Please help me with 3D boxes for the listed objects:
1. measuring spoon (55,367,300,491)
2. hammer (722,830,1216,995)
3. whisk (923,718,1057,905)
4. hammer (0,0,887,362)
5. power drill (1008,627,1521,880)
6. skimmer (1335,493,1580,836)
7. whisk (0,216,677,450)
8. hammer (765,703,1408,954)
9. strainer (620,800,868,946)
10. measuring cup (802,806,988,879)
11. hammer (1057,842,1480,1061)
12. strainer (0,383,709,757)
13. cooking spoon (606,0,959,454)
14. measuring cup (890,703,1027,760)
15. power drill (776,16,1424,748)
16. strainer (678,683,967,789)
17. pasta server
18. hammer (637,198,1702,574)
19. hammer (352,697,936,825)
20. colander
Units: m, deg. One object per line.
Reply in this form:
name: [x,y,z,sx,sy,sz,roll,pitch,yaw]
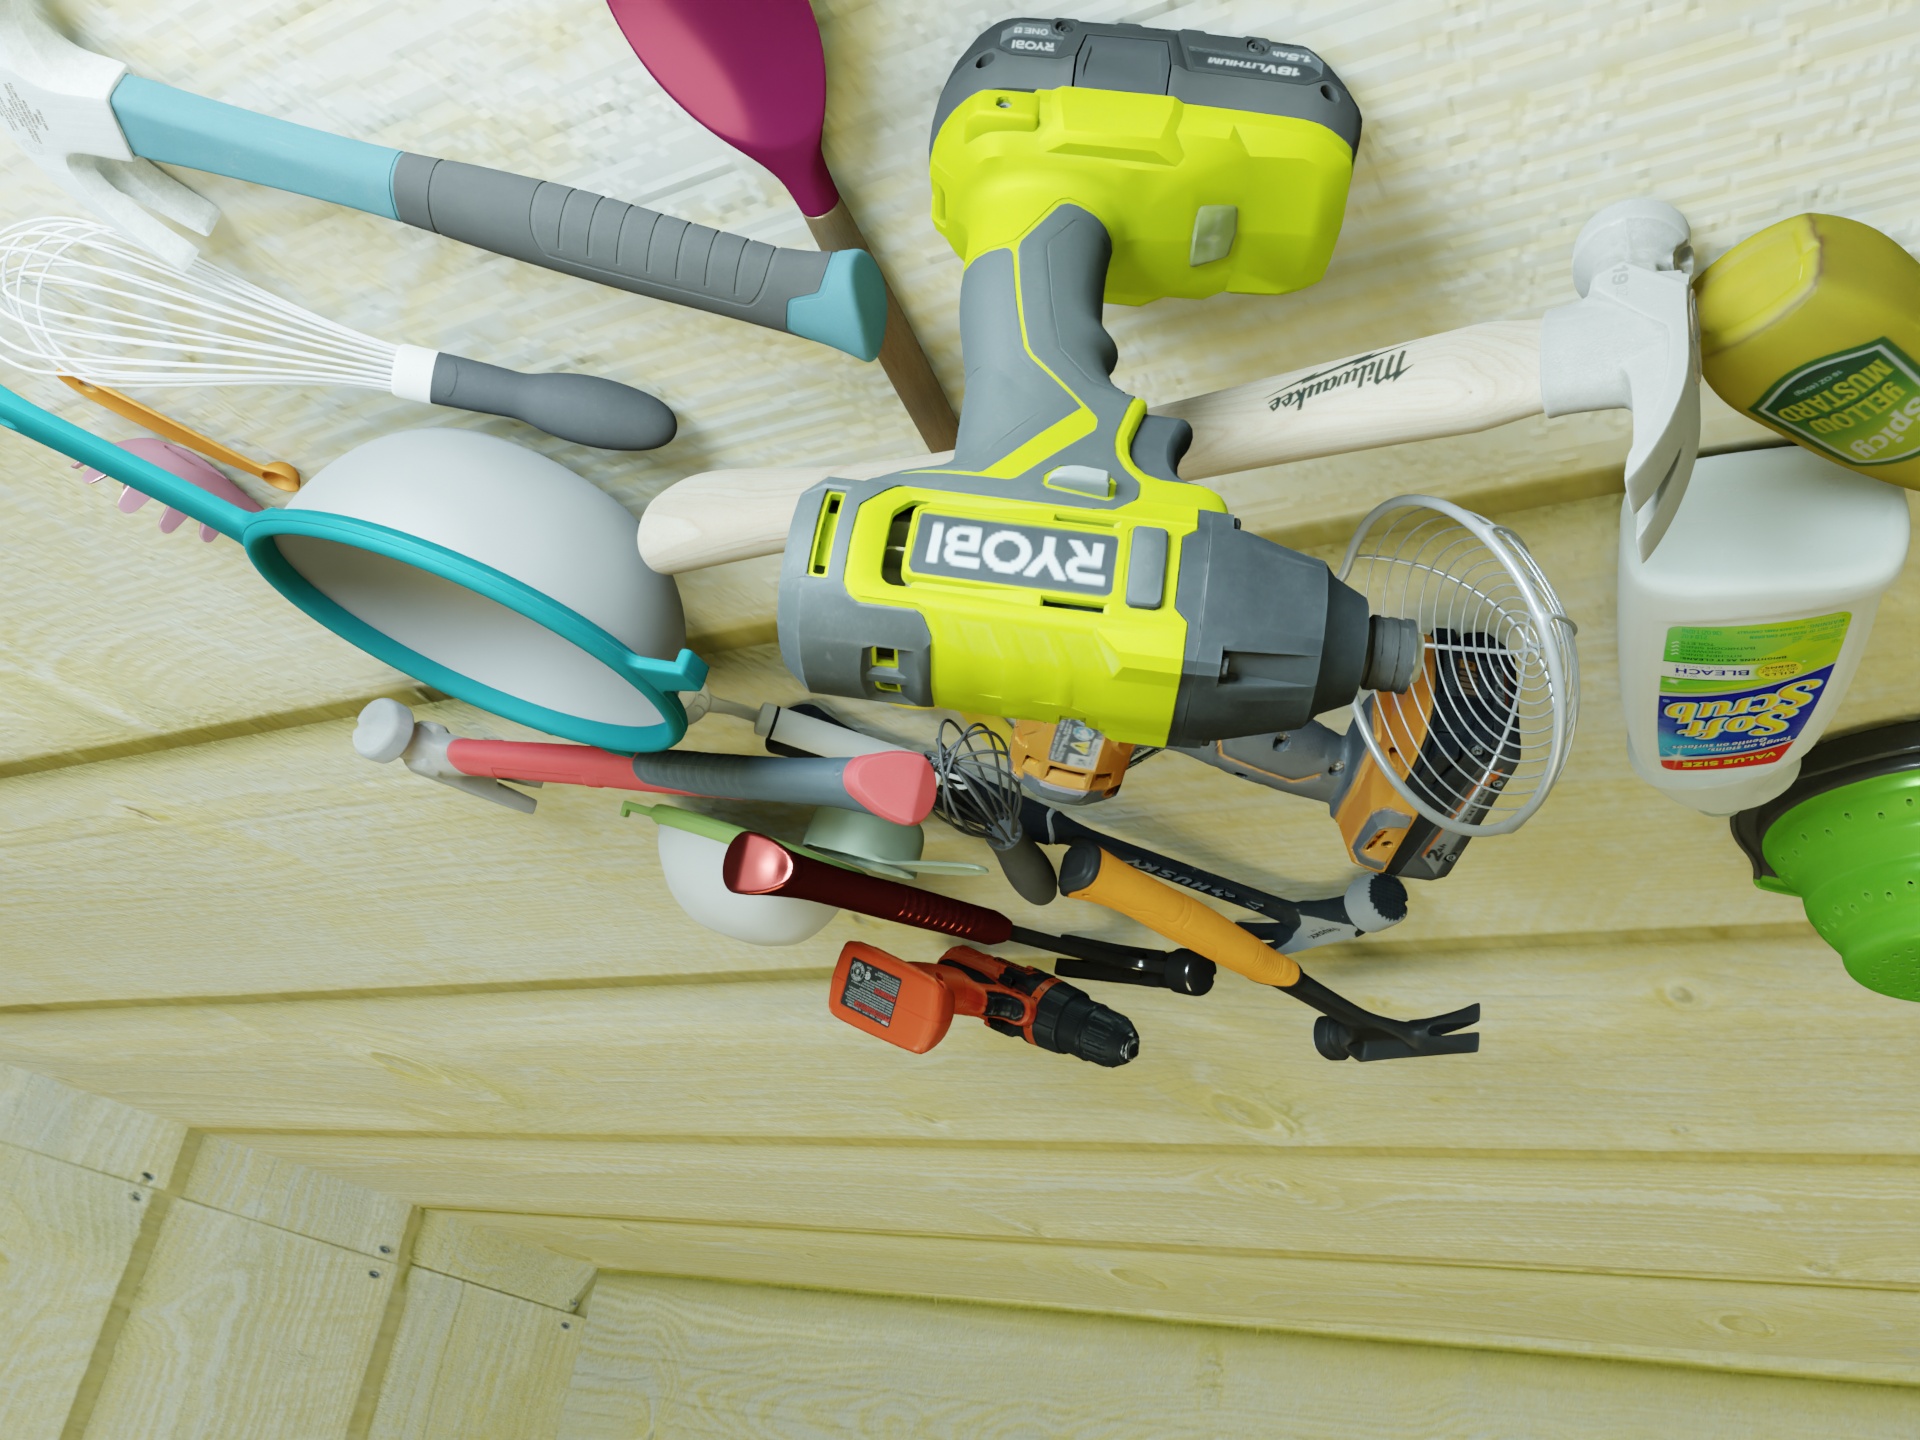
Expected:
measuring spoon: [-0.375,-0.142,0.769,0.116,0.011,0.021,27,156,-22]
hammer: [-0.002,0.128,1.028,0.358,0.037,0.149,20,166,-38]
whisk: [0.023,0.061,0.908,0.055,0.055,0.238,1,156,16]
hammer: [-0.187,-0.189,0.572,0.331,0.033,0.128,15,153,-1]
power drill: [0.143,-0.017,0.751,0.226,0.084,0.185,13,139,1]
skimmer: [0.061,-0.048,0.636,0.363,0.090,0.127,14,126,25]
whisk: [-0.260,-0.151,0.664,0.284,0.070,0.070,11,152,-12]
hammer: [0.071,0.073,0.995,0.408,0.036,0.149,21,151,-19]
strainer: [-0.109,0.127,1.083,0.151,0.069,0.256,10,167,42]
measuring cup: [-0.033,0.073,0.983,0.083,0.038,0.168,24,165,-35]
hammer: [0.194,0.154,1.030,0.336,0.034,0.127,30,149,-32]
strainer: [-0.265,-0.100,0.724,0.340,0.095,0.211,27,161,-14]
cooking spoon: [-0.042,-0.173,0.589,0.069,0.017,0.318,1,151,23]
measuring cup: [-0.001,-0.003,0.879,0.062,0.029,0.156,-8,146,31]
power drill: [0.052,-0.100,0.475,0.171,0.223,0.080,7,152,5]
strainer: [-0.115,-0.004,0.885,0.258,0.050,0.086,19,146,-9]
pasta server: [-0.332,-0.061,0.872,0.060,0.040,0.315,33,173,40]
hammer: [0.045,-0.090,0.581,0.411,0.146,0.038,-6,134,29]
hammer: [-0.171,0.033,0.911,0.386,0.038,0.143,3,163,34]
colander: [0.508,0.047,0.736,0.204,0.095,0.396,8,152,3]
